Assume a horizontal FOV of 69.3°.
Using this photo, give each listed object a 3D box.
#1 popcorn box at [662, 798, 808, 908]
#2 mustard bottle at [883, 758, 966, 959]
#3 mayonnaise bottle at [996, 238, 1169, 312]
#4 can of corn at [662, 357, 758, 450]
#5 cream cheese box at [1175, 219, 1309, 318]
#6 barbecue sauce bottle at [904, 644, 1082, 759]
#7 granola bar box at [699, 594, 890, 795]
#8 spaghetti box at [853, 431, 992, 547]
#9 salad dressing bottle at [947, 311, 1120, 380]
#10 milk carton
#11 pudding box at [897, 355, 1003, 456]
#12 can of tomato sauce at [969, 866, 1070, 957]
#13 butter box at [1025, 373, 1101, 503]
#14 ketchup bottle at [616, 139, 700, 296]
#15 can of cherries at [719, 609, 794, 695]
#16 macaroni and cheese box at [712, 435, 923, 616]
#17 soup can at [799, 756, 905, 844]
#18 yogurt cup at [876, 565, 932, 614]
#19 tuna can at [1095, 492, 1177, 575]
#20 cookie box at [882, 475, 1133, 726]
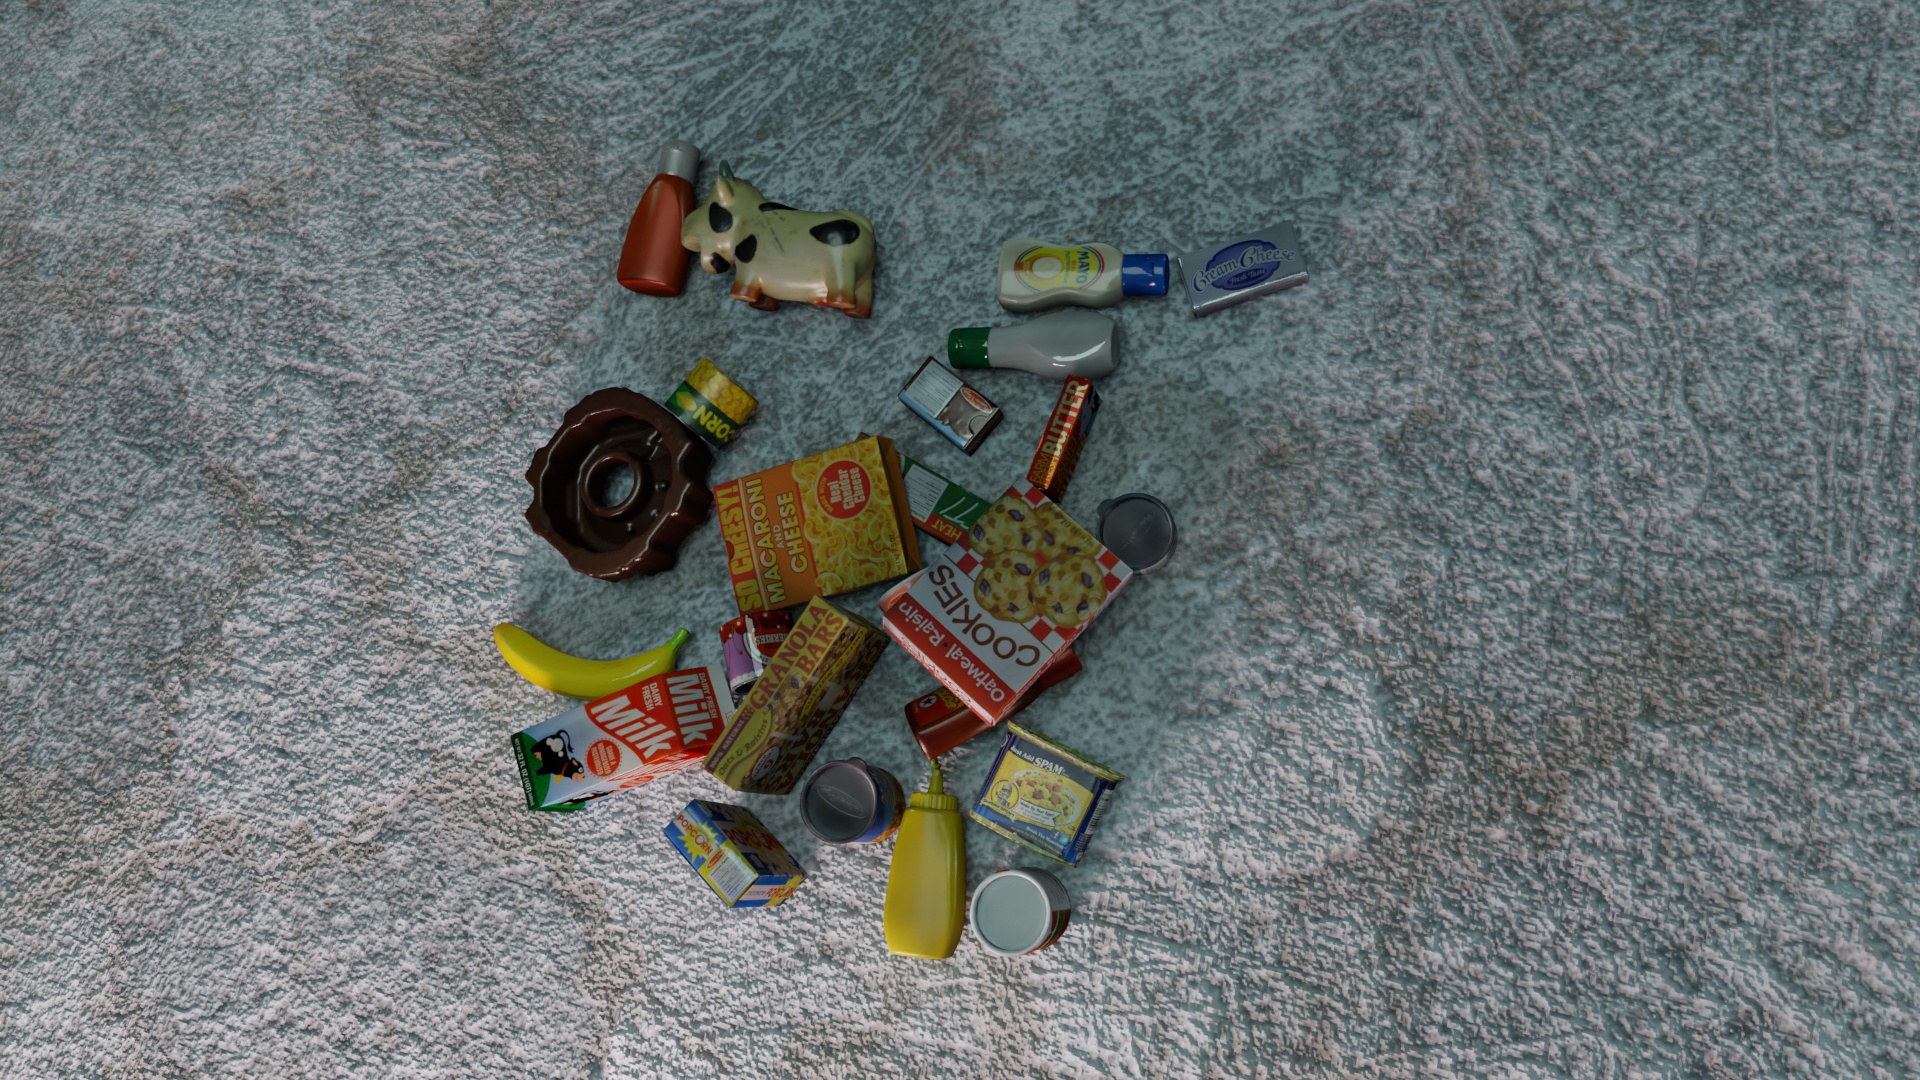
[{"bbox_3d":[-0.182,0.258,1.140,0.085,0.126,0.038,43,88,18],"label":"popcorn box"},{"bbox_3d":[-0.024,0.259,1.141,0.065,0.048,0.160,3,78,14],"label":"mustard bottle"},{"bbox_3d":[0.108,-0.234,1.223,0.148,0.041,0.065,2,77,15],"label":"mayonnaise bottle"},{"bbox_3d":[-0.226,-0.124,1.267,0.071,0.071,0.058,40,89,18],"label":"can of corn"},{"bbox_3d":[0.243,-0.234,1.198,0.104,0.024,0.053,-17,74,10],"label":"cream cheese box"},{"bbox_3d":[0.028,0.126,1.154,0.148,0.065,0.043,-28,111,-1],"label":"barbecue sauce bottle"},{"bbox_3d":[-0.132,0.133,1.156,0.039,0.124,0.165,33,87,18],"label":"granola bar box"},{"bbox_3d":[0.004,-0.015,1.206,0.250,0.028,0.050,30,86,18],"label":"spaghetti box"},{"bbox_3d":[0.064,-0.170,1.218,0.147,0.043,0.064,2,57,18],"label":"salad dressing bottle"},{"bbox_3d":[-0.285,0.172,1.212,0.190,0.073,0.072,-23,73,8],"label":"milk carton"},{"bbox_3d":[-0.009,-0.119,1.232,0.084,0.030,0.049,39,88,18],"label":"pudding box"},{"bbox_3d":[0.047,0.294,1.097,0.071,0.083,0.071,-3,77,13],"label":"can of tomato sauce"},{"bbox_3d":[0.089,-0.086,1.188,0.024,0.053,0.103,20,83,19],"label":"butter box"},{"bbox_3d":[-0.284,-0.311,1.337,0.065,0.043,0.149,8,80,15],"label":"ketchup bottle"},{"bbox_3d":[-0.170,0.096,1.203,0.071,0.071,0.058,-17,74,10],"label":"can of cherries"},{"bbox_3d":[-0.127,-0.010,1.211,0.166,0.040,0.124,-16,82,19],"label":"macaroni and cheese box"},{"bbox_3d":[-0.086,0.215,1.148,0.071,0.083,0.071,-3,77,13],"label":"soup can"},{"bbox_3d":[-0.029,0.058,1.181,0.072,0.072,0.054,-33,80,5],"label":"yogurt cup"},{"bbox_3d":[0.146,-0.006,1.167,0.071,0.033,0.071,-3,77,13],"label":"tuna can"},{"bbox_3d":[0.038,0.049,1.128,0.123,0.040,0.168,42,77,13],"label":"cookie box"}]
